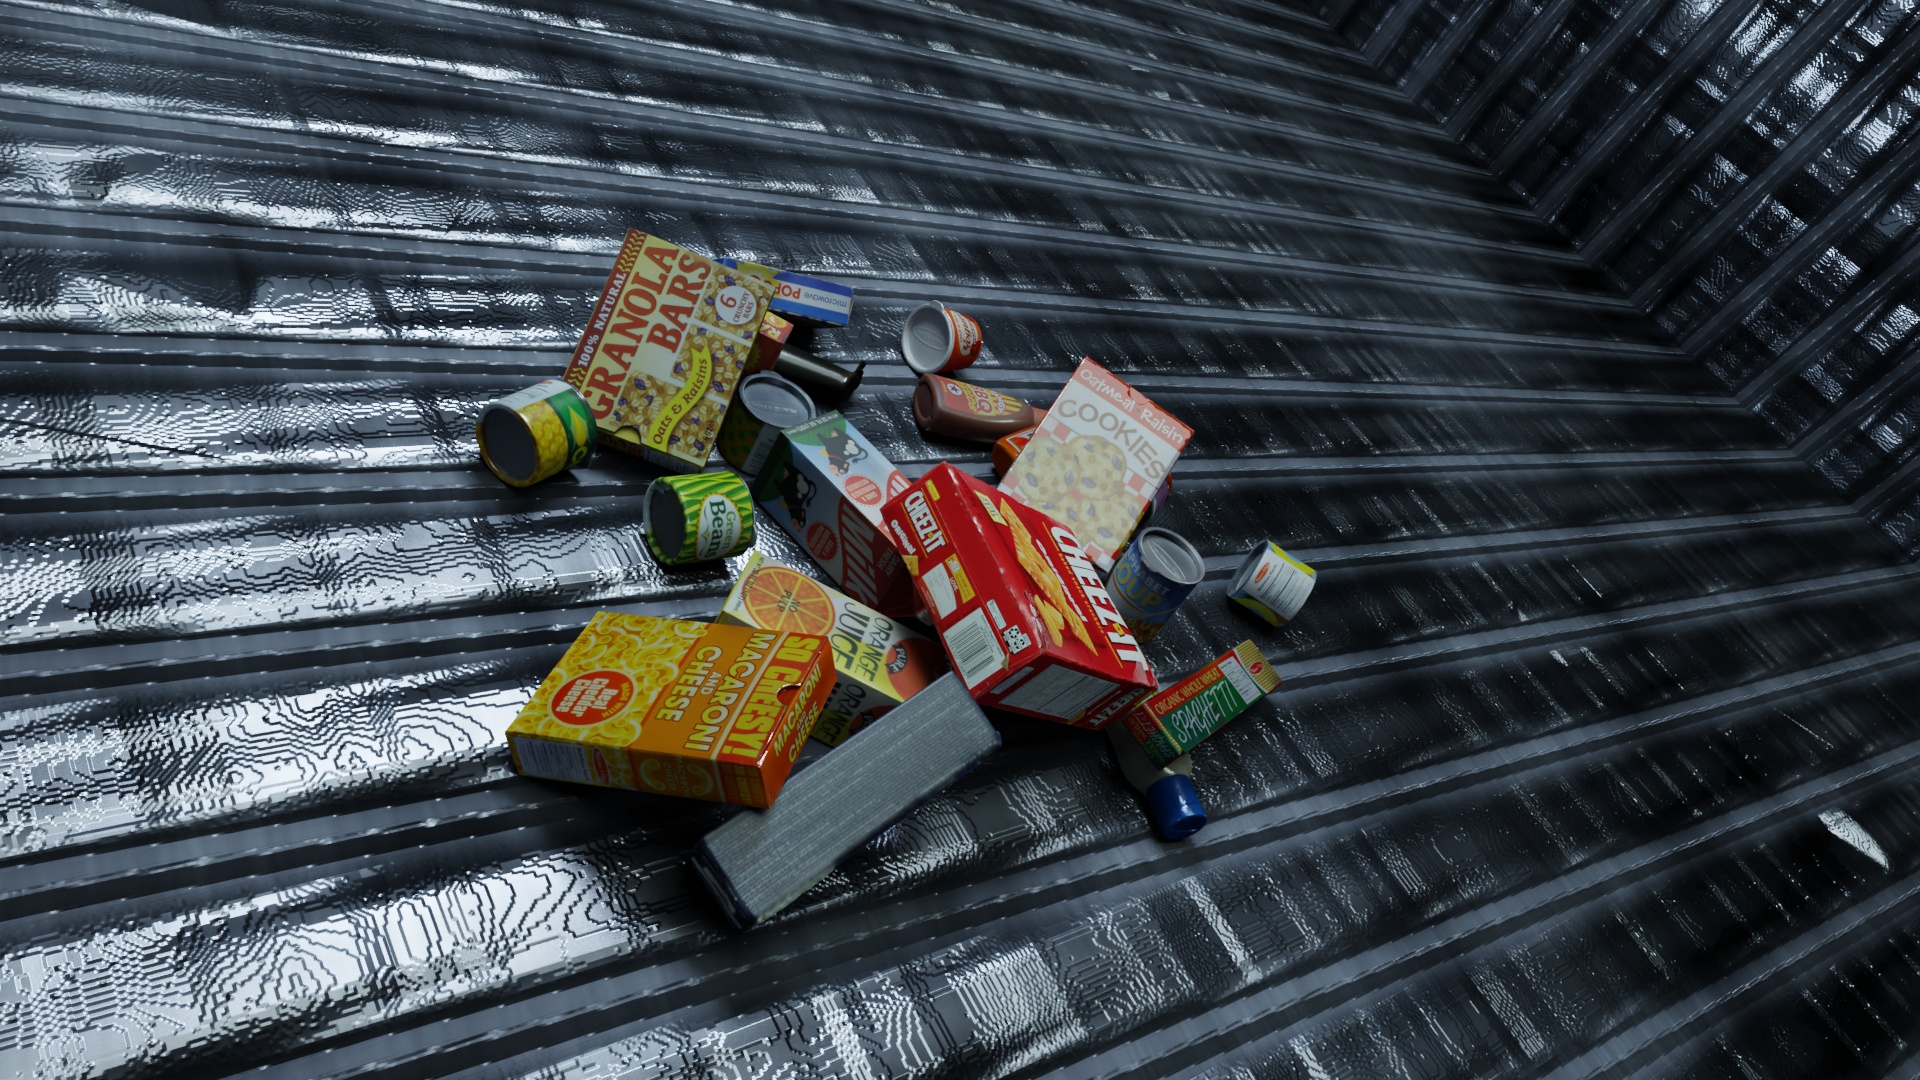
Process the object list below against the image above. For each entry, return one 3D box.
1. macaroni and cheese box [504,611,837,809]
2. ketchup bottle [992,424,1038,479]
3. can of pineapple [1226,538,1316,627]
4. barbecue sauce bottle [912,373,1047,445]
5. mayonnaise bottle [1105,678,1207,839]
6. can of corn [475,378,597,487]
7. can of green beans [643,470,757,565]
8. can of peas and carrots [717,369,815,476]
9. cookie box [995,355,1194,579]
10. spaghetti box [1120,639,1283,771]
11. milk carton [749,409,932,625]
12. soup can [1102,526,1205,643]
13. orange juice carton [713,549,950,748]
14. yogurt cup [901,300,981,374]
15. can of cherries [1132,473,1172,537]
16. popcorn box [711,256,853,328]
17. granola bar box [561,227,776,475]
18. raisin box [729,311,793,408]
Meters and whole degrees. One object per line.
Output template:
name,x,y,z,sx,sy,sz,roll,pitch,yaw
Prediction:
macaroni and cheese box,-0.177,0.102,0.868,0.166,0.040,0.124,4,35,15
ketchup bottle,0.106,-0.088,1.310,0.149,0.043,0.065,-22,61,-26
can of pineapple,0.296,0.041,1.324,0.058,0.070,0.071,34,37,-1
barbecue sauce bottle,0.030,-0.117,1.324,0.149,0.043,0.065,11,38,-28
mayonnaise bottle,0.150,0.164,1.099,0.065,0.041,0.149,12,41,-36
can of corn,-0.309,-0.076,1.016,0.071,0.070,0.058,41,38,10
can of green beans,-0.194,-0.017,1.030,0.058,0.071,0.071,-8,53,-41
can of peas and carrots,-0.162,-0.096,1.149,0.071,0.058,0.071,20,38,-17
cookie box,0.118,-0.065,1.249,0.123,0.040,0.168,35,68,-1
spaghetti box,0.203,0.130,1.139,0.050,0.028,0.251,53,29,13
milk carton,-0.071,-0.009,1.105,0.191,0.073,0.073,44,38,14
soup can,0.161,0.040,1.210,0.071,0.083,0.072,20,39,-17
orange juice carton,-0.083,0.094,0.983,0.193,0.072,0.072,28,37,-8
yogurt cup,-0.016,-0.196,1.363,0.054,0.072,0.072,-3,49,-49
can of cherries,0.163,-0.045,1.324,0.071,0.071,0.059,38,36,6
popcorn box,-0.172,-0.224,1.265,0.127,0.038,0.085,9,3,-28
granola bar box,-0.233,-0.147,1.093,0.124,0.039,0.166,21,73,-9
raisin box,-0.214,-0.172,1.172,0.123,0.085,0.040,28,35,-7
